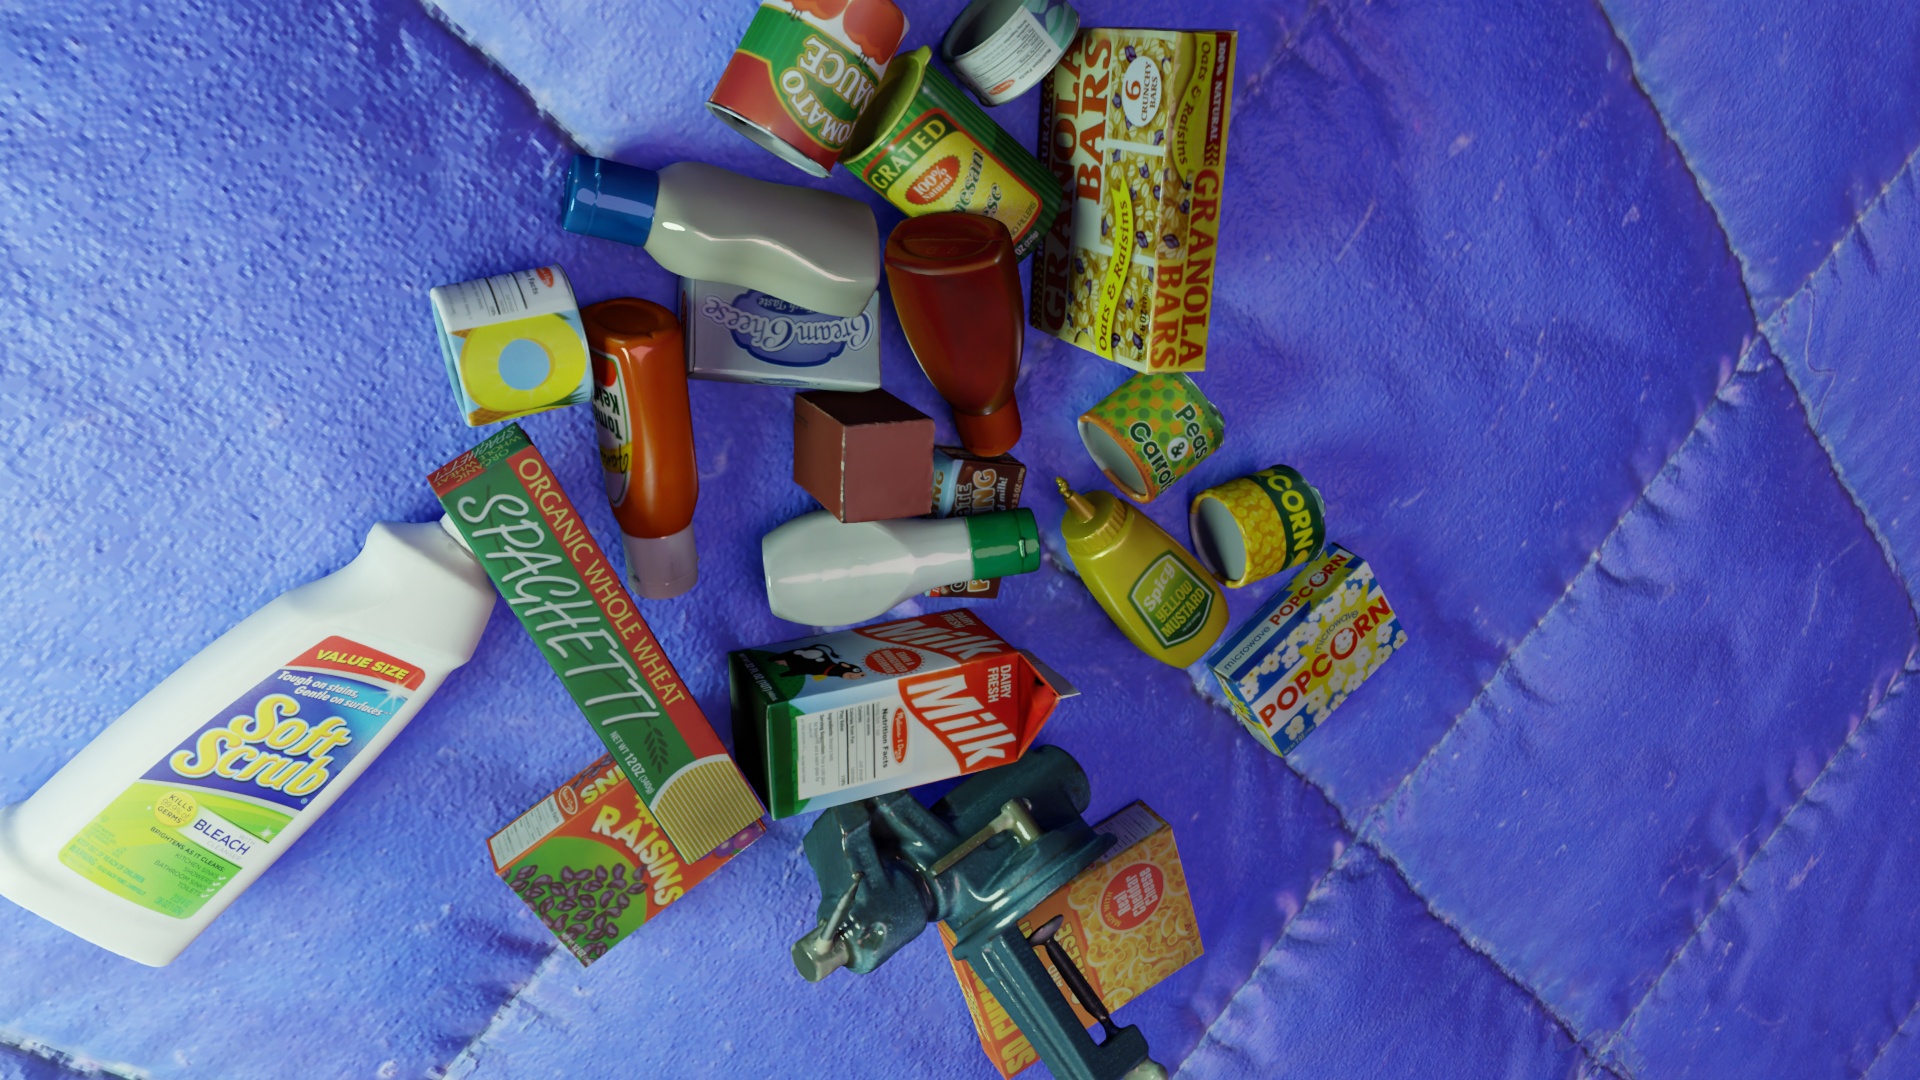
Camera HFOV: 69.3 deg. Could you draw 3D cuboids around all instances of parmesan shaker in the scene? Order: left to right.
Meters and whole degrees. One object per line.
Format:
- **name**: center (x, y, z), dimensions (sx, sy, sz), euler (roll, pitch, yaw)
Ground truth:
- **parmesan shaker**: center (-0.003, -0.191, 0.705), dimensions (0.103, 0.071, 0.071), euler (33, 92, -33)

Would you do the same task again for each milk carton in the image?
- **milk carton**: center (-0.030, 0.092, 0.797), dimensions (0.191, 0.072, 0.073), euler (-9, 113, -24)

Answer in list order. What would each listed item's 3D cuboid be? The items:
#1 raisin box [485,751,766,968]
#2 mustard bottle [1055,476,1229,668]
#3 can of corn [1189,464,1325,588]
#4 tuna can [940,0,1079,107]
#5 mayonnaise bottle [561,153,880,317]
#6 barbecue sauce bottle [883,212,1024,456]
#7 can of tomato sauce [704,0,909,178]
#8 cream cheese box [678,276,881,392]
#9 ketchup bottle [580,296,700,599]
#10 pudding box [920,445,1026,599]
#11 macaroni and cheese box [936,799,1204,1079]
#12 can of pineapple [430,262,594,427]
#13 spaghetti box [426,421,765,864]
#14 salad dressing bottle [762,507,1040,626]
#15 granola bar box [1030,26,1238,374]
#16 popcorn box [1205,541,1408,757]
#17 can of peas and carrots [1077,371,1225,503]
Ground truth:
- **raisin box**: center (-0.181, 0.162, 0.762), dimensions (0.123, 0.040, 0.085), euler (-36, 120, -12)
- **mustard bottle**: center (0.104, 0.015, 0.852), dimensions (0.065, 0.049, 0.160), euler (-49, 123, -5)
- **can of corn**: center (0.187, -0.009, 0.875), dimensions (0.058, 0.071, 0.071), euler (-19, 116, -20)
- **tuna can**: center (0.024, -0.256, 0.700), dimensions (0.032, 0.071, 0.071), euler (40, 88, -32)
- **mayonnaise bottle**: center (-0.114, -0.150, 0.669), dimensions (0.148, 0.065, 0.041), euler (9, 143, -24)
- **barbecue sauce bottle**: center (0.005, -0.103, 0.729), dimensions (0.147, 0.065, 0.044), euler (74, 24, -53)
- **can of tomato sauce**: center (-0.071, -0.224, 0.657), dimensions (0.071, 0.071, 0.083), euler (27, 94, -33)
- **cream cheese box**: center (-0.091, -0.106, 0.708), dimensions (0.104, 0.024, 0.053), euler (2, 85, -28)
- **ketchup bottle**: center (-0.155, -0.042, 0.688), dimensions (0.044, 0.065, 0.148), euler (-20, 126, -29)
- **pudding box**: center (0.003, -0.010, 0.800), dimensions (0.050, 0.030, 0.083), euler (5, 106, -28)
- **macaroni and cheese box**: center (0.077, 0.270, 0.940), dimensions (0.167, 0.040, 0.123), euler (-27, 119, -17)
- **can of pineapple**: center (-0.206, -0.088, 0.639), dimensions (0.058, 0.071, 0.070), euler (-16, 115, -22)
- **spaghetti box**: center (-0.172, 0.058, 0.682), dimensions (0.050, 0.029, 0.249), euler (-34, 122, -15)
- **salad dressing bottle**: center (-0.032, 0.009, 0.756), dimensions (0.148, 0.044, 0.064), euler (-8, 102, -6)
- **granola bar box**: center (0.084, -0.180, 0.723), dimensions (0.039, 0.124, 0.164), euler (-7, 112, -25)
- **popcorn box**: center (0.238, 0.075, 0.953), dimensions (0.127, 0.038, 0.085), euler (-42, 122, -8)
- **can of peas and carrots**: center (0.112, -0.063, 0.814), dimensions (0.059, 0.071, 0.070), euler (-38, 122, -10)
